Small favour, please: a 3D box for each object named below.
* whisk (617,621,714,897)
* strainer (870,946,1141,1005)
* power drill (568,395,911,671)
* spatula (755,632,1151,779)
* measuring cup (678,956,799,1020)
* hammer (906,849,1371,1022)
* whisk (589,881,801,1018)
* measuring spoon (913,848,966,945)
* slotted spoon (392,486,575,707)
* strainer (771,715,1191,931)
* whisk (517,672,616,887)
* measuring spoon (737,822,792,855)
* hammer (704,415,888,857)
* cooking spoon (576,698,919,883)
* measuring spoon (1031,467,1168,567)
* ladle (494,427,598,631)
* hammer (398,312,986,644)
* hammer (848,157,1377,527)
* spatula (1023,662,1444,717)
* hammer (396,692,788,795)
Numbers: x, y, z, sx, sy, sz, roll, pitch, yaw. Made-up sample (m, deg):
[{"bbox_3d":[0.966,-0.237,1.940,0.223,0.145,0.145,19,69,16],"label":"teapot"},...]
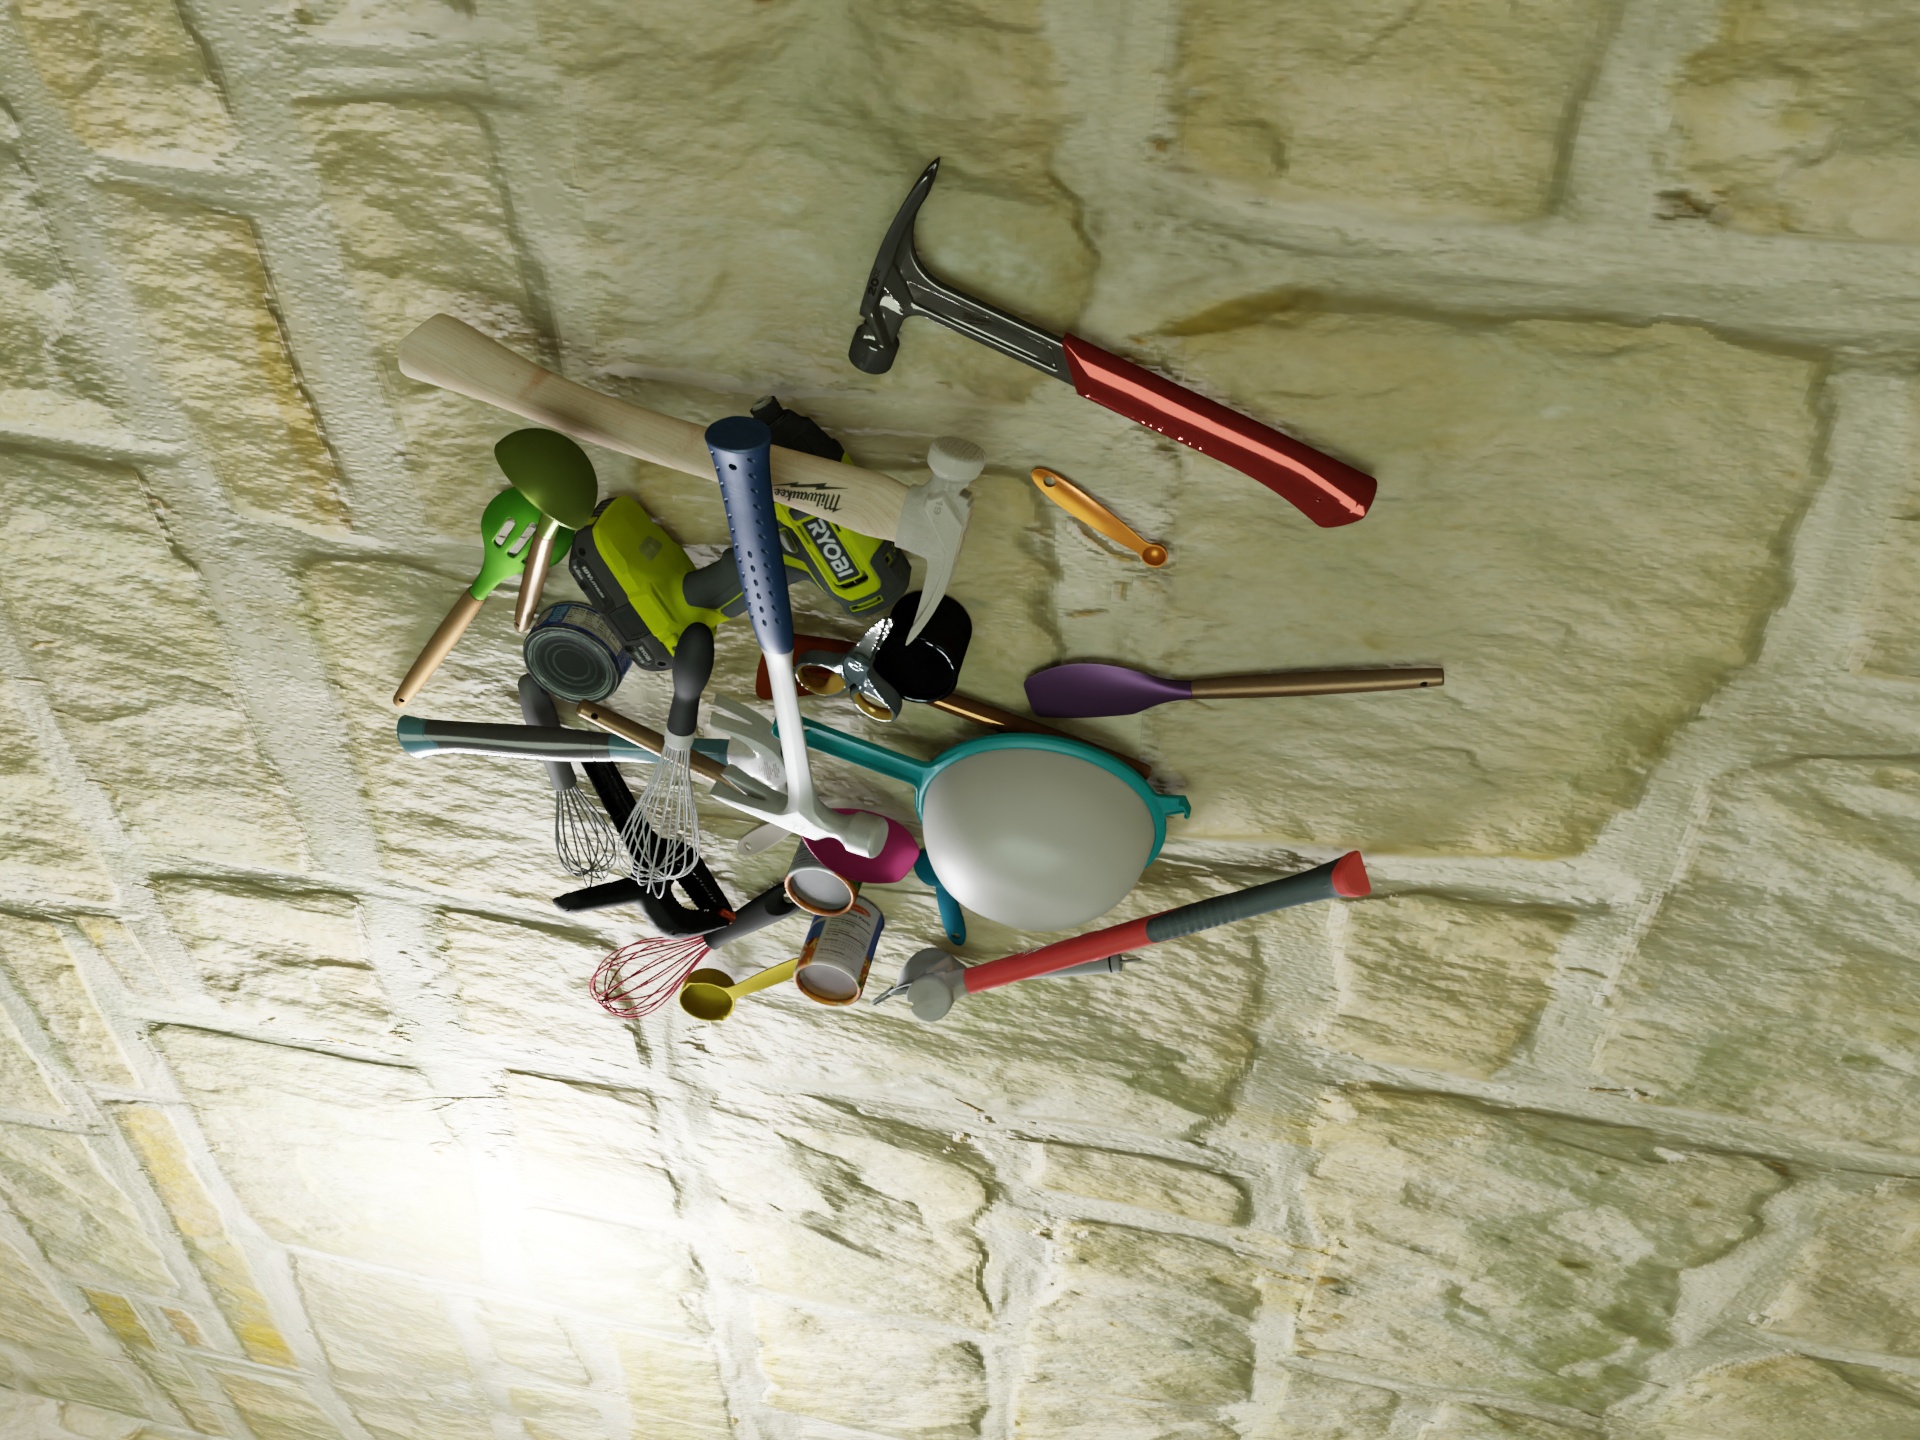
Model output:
[{"bbox_3d":[-0.225,0.033,1.249,0.070,0.070,0.284,18,129,0],"label":"whisk"},{"bbox_3d":[0.039,0.229,1.469,0.258,0.050,0.086,-7,166,14],"label":"strainer"},{"bbox_3d":[-0.169,-0.134,1.175,0.223,0.080,0.171,-18,119,25],"label":"power drill"},{"bbox_3d":[-0.002,-0.004,1.266,0.322,0.041,0.081,19,138,-3],"label":"spatula"},{"bbox_3d":[-0.210,0.255,1.582,0.156,0.029,0.062,-23,123,18],"label":"measuring cup"},{"bbox_3d":[0.150,0.177,1.339,0.386,0.143,0.038,-17,88,9],"label":"hammer"},{"bbox_3d":[-0.253,0.218,1.535,0.296,0.073,0.073,-30,118,29],"label":"whisk"},{"bbox_3d":[-0.015,0.167,1.438,0.042,0.021,0.128,0,131,16],"label":"measuring spoon"},{"bbox_3d":[-0.408,-0.091,1.316,0.070,0.031,0.313,33,134,-20],"label":"slotted spoon"},{"bbox_3d":[0.001,0.088,1.284,0.340,0.095,0.211,21,140,-12],"label":"strainer"},{"bbox_3d":[-0.356,0.057,1.423,0.055,0.055,0.238,2,128,14],"label":"whisk"},{"bbox_3d":[-0.160,0.096,1.424,0.124,0.018,0.034,-28,90,41],"label":"measuring spoon"},{"bbox_3d":[-0.136,-0.047,1.137,0.144,0.035,0.405,16,142,16],"label":"hammer"},{"bbox_3d":[-0.173,0.057,1.321,0.318,0.017,0.068,28,110,-22],"label":"cooking spoon"},{"bbox_3d":[0.099,-0.146,1.129,0.117,0.011,0.021,33,132,-10],"label":"measuring spoon"},{"bbox_3d":[-0.318,-0.122,1.172,0.078,0.062,0.320,49,152,1],"label":"ladle"},{"bbox_3d":[-0.193,-0.181,1.092,0.410,0.038,0.146,19,121,5],"label":"hammer"},{"bbox_3d":[0.110,-0.224,1.035,0.359,0.037,0.149,24,134,-5],"label":"hammer"},{"bbox_3d":[0.200,-0.026,1.201,0.316,0.018,0.059,-2,135,19],"label":"spatula"},{"bbox_3d":[-0.308,0.023,1.344,0.331,0.033,0.128,3,142,2],"label":"hammer"}]
